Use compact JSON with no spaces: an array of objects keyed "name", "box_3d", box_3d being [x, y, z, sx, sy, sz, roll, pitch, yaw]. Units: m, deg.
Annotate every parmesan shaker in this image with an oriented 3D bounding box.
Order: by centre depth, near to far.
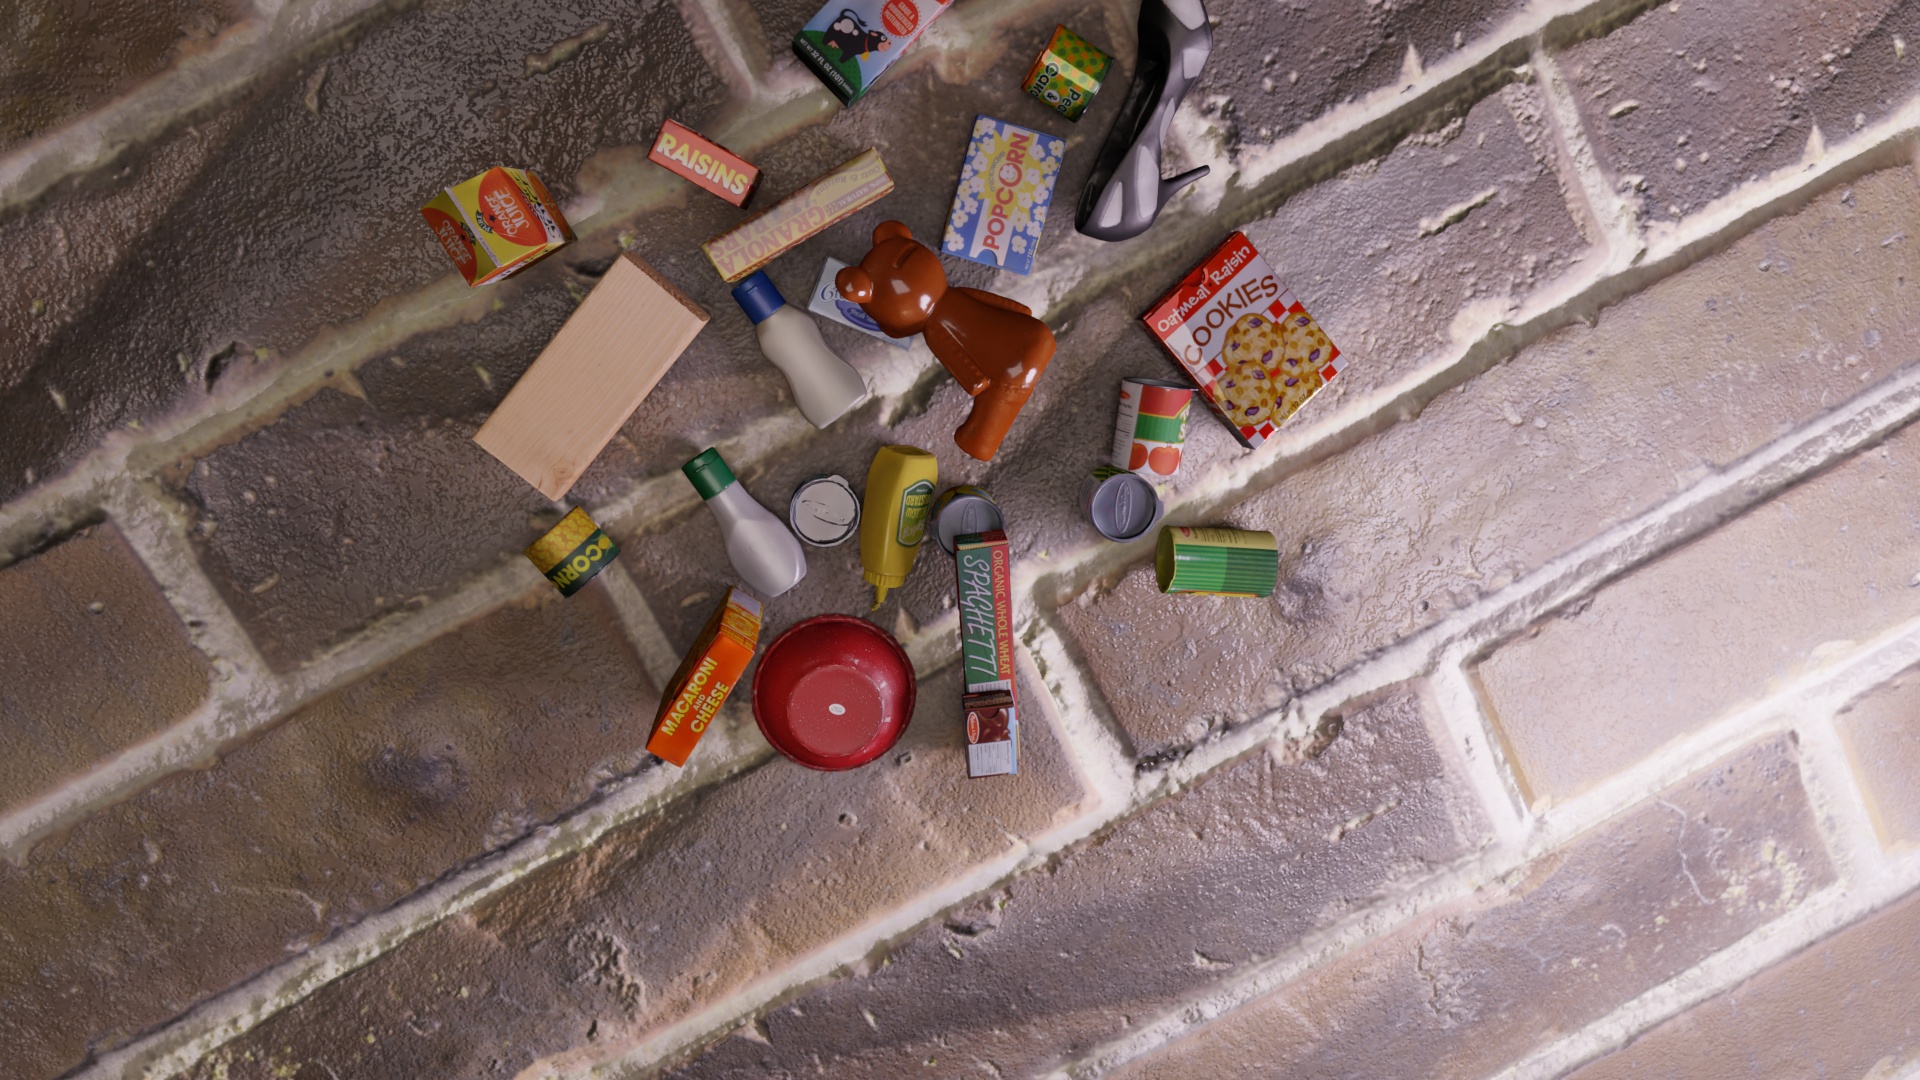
[{"name":"parmesan shaker","box_3d":[0.246,0.022,1.334,0.103,0.071,0.071,3,101,-7]}]

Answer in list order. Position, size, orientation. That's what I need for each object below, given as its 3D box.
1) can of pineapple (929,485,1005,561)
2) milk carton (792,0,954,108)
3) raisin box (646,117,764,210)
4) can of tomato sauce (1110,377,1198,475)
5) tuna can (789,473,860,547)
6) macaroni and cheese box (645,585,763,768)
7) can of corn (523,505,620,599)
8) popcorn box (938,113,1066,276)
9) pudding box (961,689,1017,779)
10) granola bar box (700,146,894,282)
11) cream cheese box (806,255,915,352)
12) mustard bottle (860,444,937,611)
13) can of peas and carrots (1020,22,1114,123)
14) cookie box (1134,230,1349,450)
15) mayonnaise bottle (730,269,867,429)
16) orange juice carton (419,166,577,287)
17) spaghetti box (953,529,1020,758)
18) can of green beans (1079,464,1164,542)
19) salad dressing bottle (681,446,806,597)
[{"name":"can of pineapple","box_3d":[0.005,-0.016,1.307,0.071,0.058,0.071,-1,102,-6]},{"name":"milk carton","box_3d":[-0.055,-0.470,1.200,0.072,0.073,0.190,43,94,-12]},{"name":"raisin box","box_3d":[-0.215,-0.320,1.188,0.086,0.123,0.040,27,98,-10]},{"name":"can of tomato sauce","box_3d":[0.181,-0.107,1.303,0.071,0.071,0.083,6,102,-7]},{"name":"tuna can","box_3d":[-0.126,-0.031,1.303,0.071,0.033,0.071,-1,102,-6]},{"name":"macaroni and cheese box","box_3d":[-0.229,0.119,1.254,0.040,0.167,0.123,32,97,-11]},{"name":"can of corn","box_3d":[-0.355,0.011,1.268,0.071,0.071,0.058,-40,102,3]},{"name":"popcorn box","box_3d":[0.037,-0.313,1.260,0.085,0.038,0.126,14,99,-10]},{"name":"pudding box","box_3d":[0.028,0.185,1.323,0.050,0.030,0.083,-6,119,-4]},{"name":"granola bar box","box_3d":[-0.139,-0.280,1.204,0.165,0.124,0.039,-30,102,1]},{"name":"cream cheese box","box_3d":[-0.084,-0.217,1.274,0.104,0.024,0.053,22,97,-10]},{"name":"mustard bottle","box_3d":[-0.063,-0.008,1.299,0.049,0.065,0.159,21,107,34]},{"name":"can of peas and carrots","box_3d":[0.093,-0.412,1.230,0.059,0.071,0.071,30,97,-10]},{"name":"cookie box","box_3d":[0.264,-0.187,1.304,0.123,0.040,0.167,-43,102,-1]},{"name":"mayonnaise bottle","box_3d":[-0.150,-0.177,1.267,0.065,0.041,0.148,-36,102,1]},{"name":"orange juice carton","box_3d":[-0.381,-0.260,1.147,0.073,0.193,0.071,-29,104,2]},{"name":"spaghetti box","box_3d":[0.026,0.104,1.314,0.050,0.029,0.248,-7,119,-5]},{"name":"can of green beans","box_3d":[0.150,-0.036,1.318,0.071,0.058,0.071,-1,102,-6]},{"name":"salad dressing bottle","box_3d":[-0.202,-0.018,1.293,0.064,0.044,0.147,-33,102,3]}]
